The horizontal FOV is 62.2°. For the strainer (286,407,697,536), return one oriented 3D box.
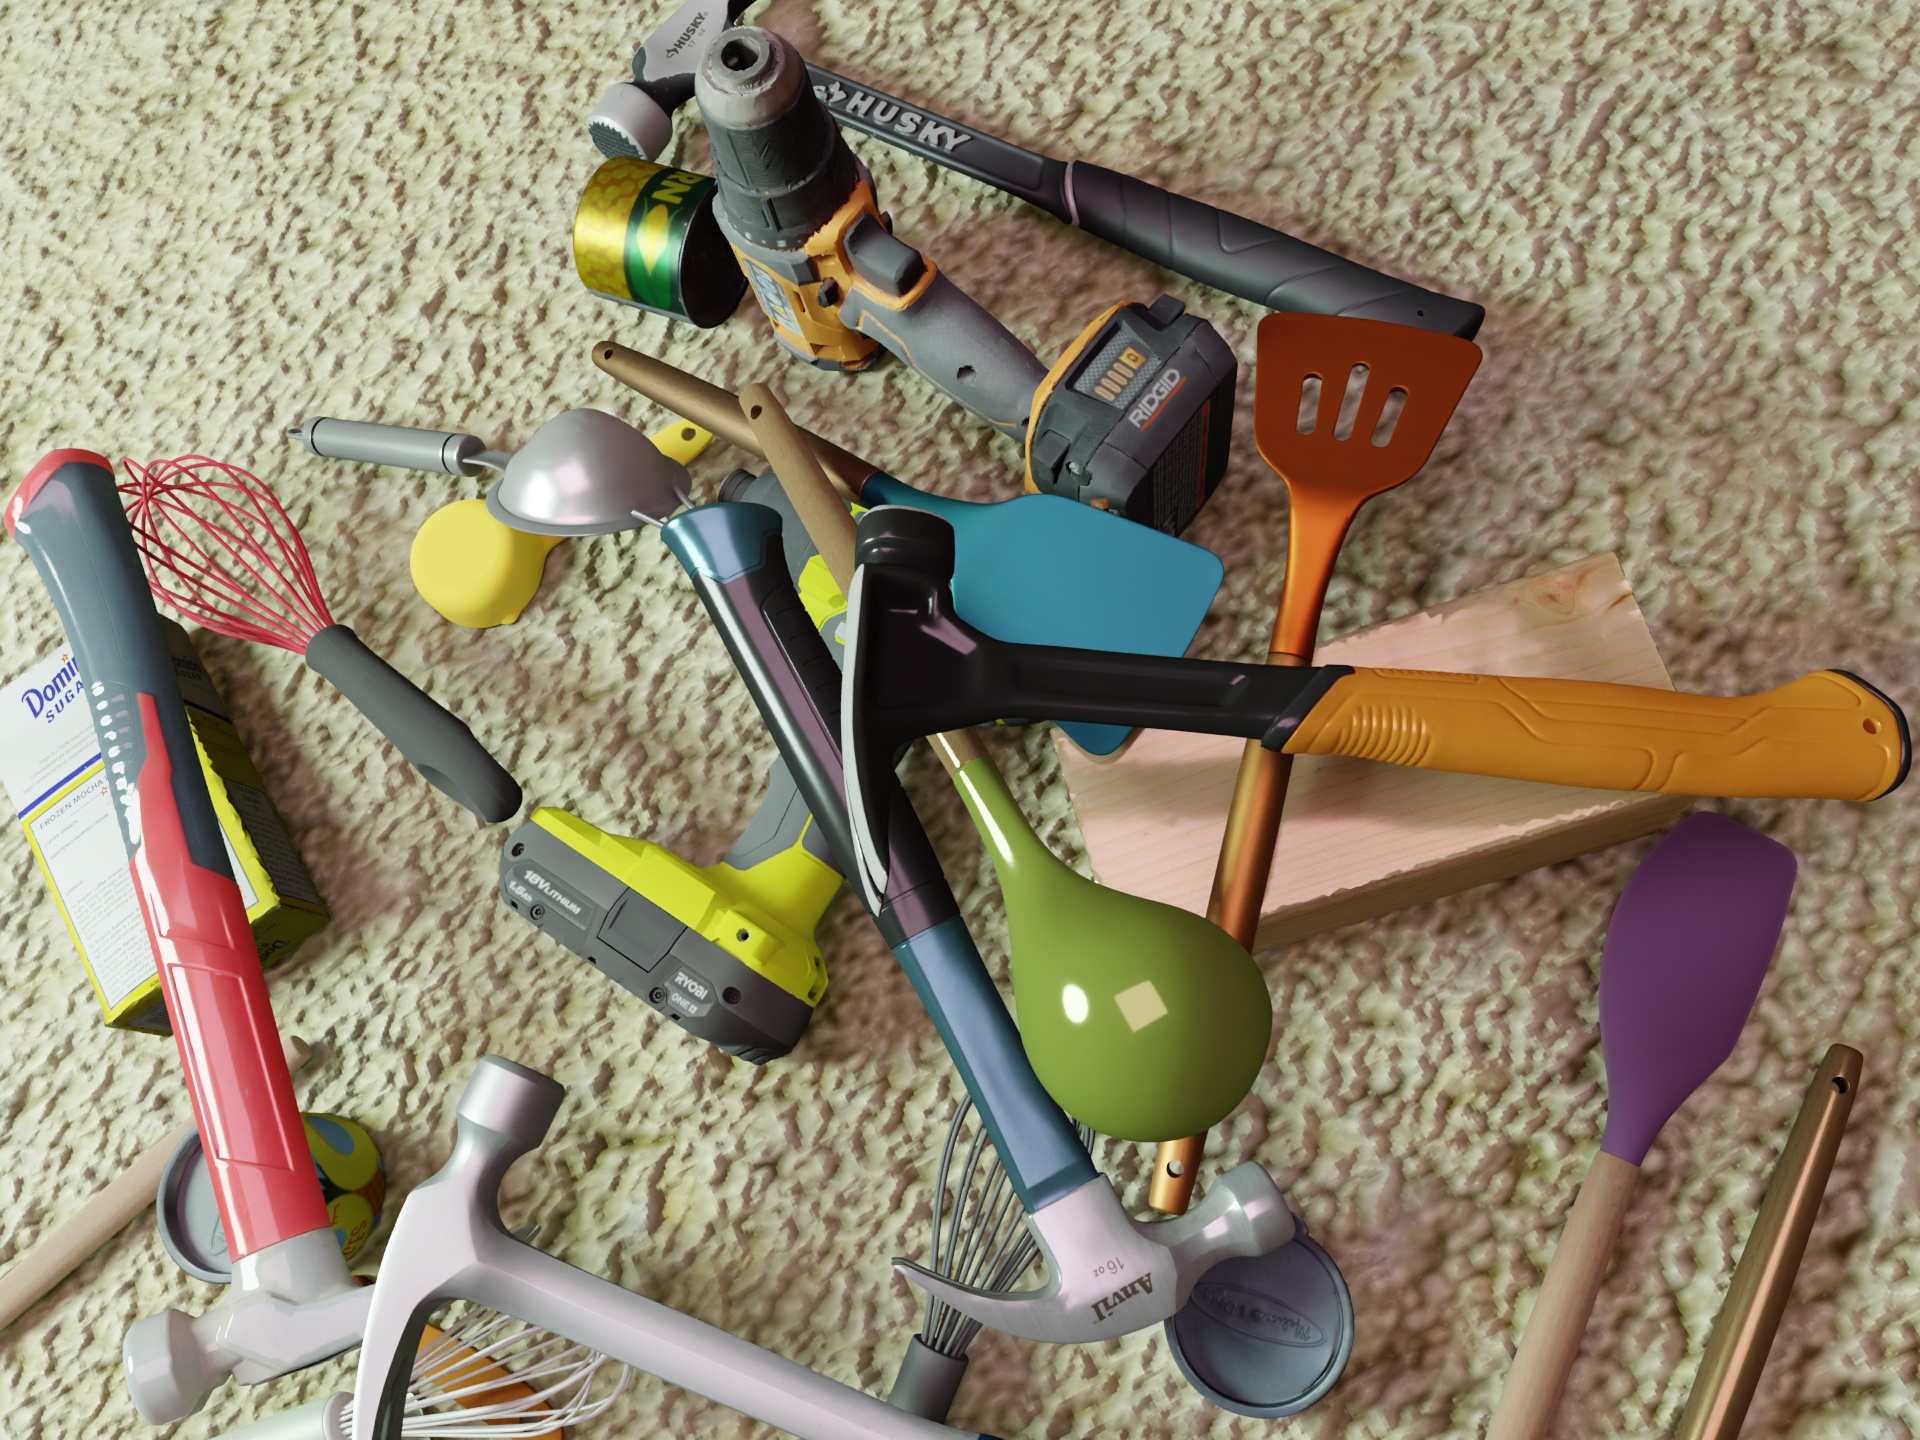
[{"bbox_3d":[-0.215,-0.118,0.704,0.258,0.050,0.087,12,34,30],"label":"strainer"}]

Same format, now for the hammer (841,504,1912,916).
[{"bbox_3d":[0.132,0.005,0.492,0.337,0.034,0.127,4,62,-6],"label":"hammer"}]

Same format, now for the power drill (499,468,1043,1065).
[{"bbox_3d":[-0.075,0.008,0.646,0.171,0.080,0.223,30,79,18],"label":"power drill"}]

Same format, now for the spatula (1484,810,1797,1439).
[{"bbox_3d":[0.222,0.179,0.564,0.060,0.018,0.316,24,80,2],"label":"spatula"}]

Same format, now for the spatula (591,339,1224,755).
[{"bbox_3d":[-0.046,-0.093,0.628,0.318,0.044,0.082,32,90,35],"label":"spatula"}]

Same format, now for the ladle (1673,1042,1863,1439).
[{"bbox_3d":[0.247,0.255,0.535,0.069,0.031,0.315,23,78,19],"label":"ladle"}]

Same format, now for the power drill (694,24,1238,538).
[{"bbox_3d":[-0.004,-0.163,0.623,0.226,0.185,0.084,37,81,15],"label":"power drill"}]

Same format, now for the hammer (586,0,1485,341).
[{"bbox_3d":[0.036,-0.246,0.712,0.409,0.036,0.149,27,74,15],"label":"hammer"}]

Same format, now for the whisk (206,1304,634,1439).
[{"bbox_3d":[-0.229,0.268,0.609,0.246,0.059,0.058,-24,98,13],"label":"whisk"}]

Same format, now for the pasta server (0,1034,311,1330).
[{"bbox_3d":[-0.402,0.240,0.664,0.316,0.040,0.060,-41,60,-3],"label":"pasta server"}]

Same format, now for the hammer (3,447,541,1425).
[{"bbox_3d":[-0.291,0.056,0.629,0.143,0.038,0.387,-19,73,-16],"label":"hammer"}]

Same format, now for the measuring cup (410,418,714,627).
[{"bbox_3d":[-0.179,-0.099,0.718,0.156,0.029,0.062,-32,71,2],"label":"measuring cup"}]

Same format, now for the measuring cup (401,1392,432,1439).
[{"bbox_3d":[-0.189,0.337,0.600,0.083,0.038,0.168,-29,54,3],"label":"measuring cup"}]

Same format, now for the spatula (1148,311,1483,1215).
[{"bbox_3d":[0.108,0.005,0.541,0.081,0.041,0.323,12,82,15],"label":"spatula"}]

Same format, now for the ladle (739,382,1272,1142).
[{"bbox_3d":[-0.001,-0.002,0.546,0.078,0.062,0.320,-42,60,21],"label":"ladle"}]

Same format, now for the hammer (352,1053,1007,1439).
[{"bbox_3d":[-0.011,0.253,0.532,0.405,0.035,0.144,20,72,7],"label":"hammer"}]

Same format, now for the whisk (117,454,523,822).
[{"bbox_3d":[-0.281,-0.040,0.685,0.296,0.073,0.073,34,83,28],"label":"whisk"}]

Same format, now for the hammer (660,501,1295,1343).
[{"bbox_3d":[-0.017,0.063,0.569,0.128,0.033,0.331,-27,79,-9],"label":"hammer"}]

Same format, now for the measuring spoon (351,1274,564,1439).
[{"bbox_3d":[-0.206,0.256,0.632,0.117,0.011,0.021,25,81,17],"label":"measuring spoon"}]

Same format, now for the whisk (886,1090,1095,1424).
[{"bbox_3d":[-0.009,0.232,0.583,0.055,0.055,0.239,20,83,16],"label":"whisk"}]
